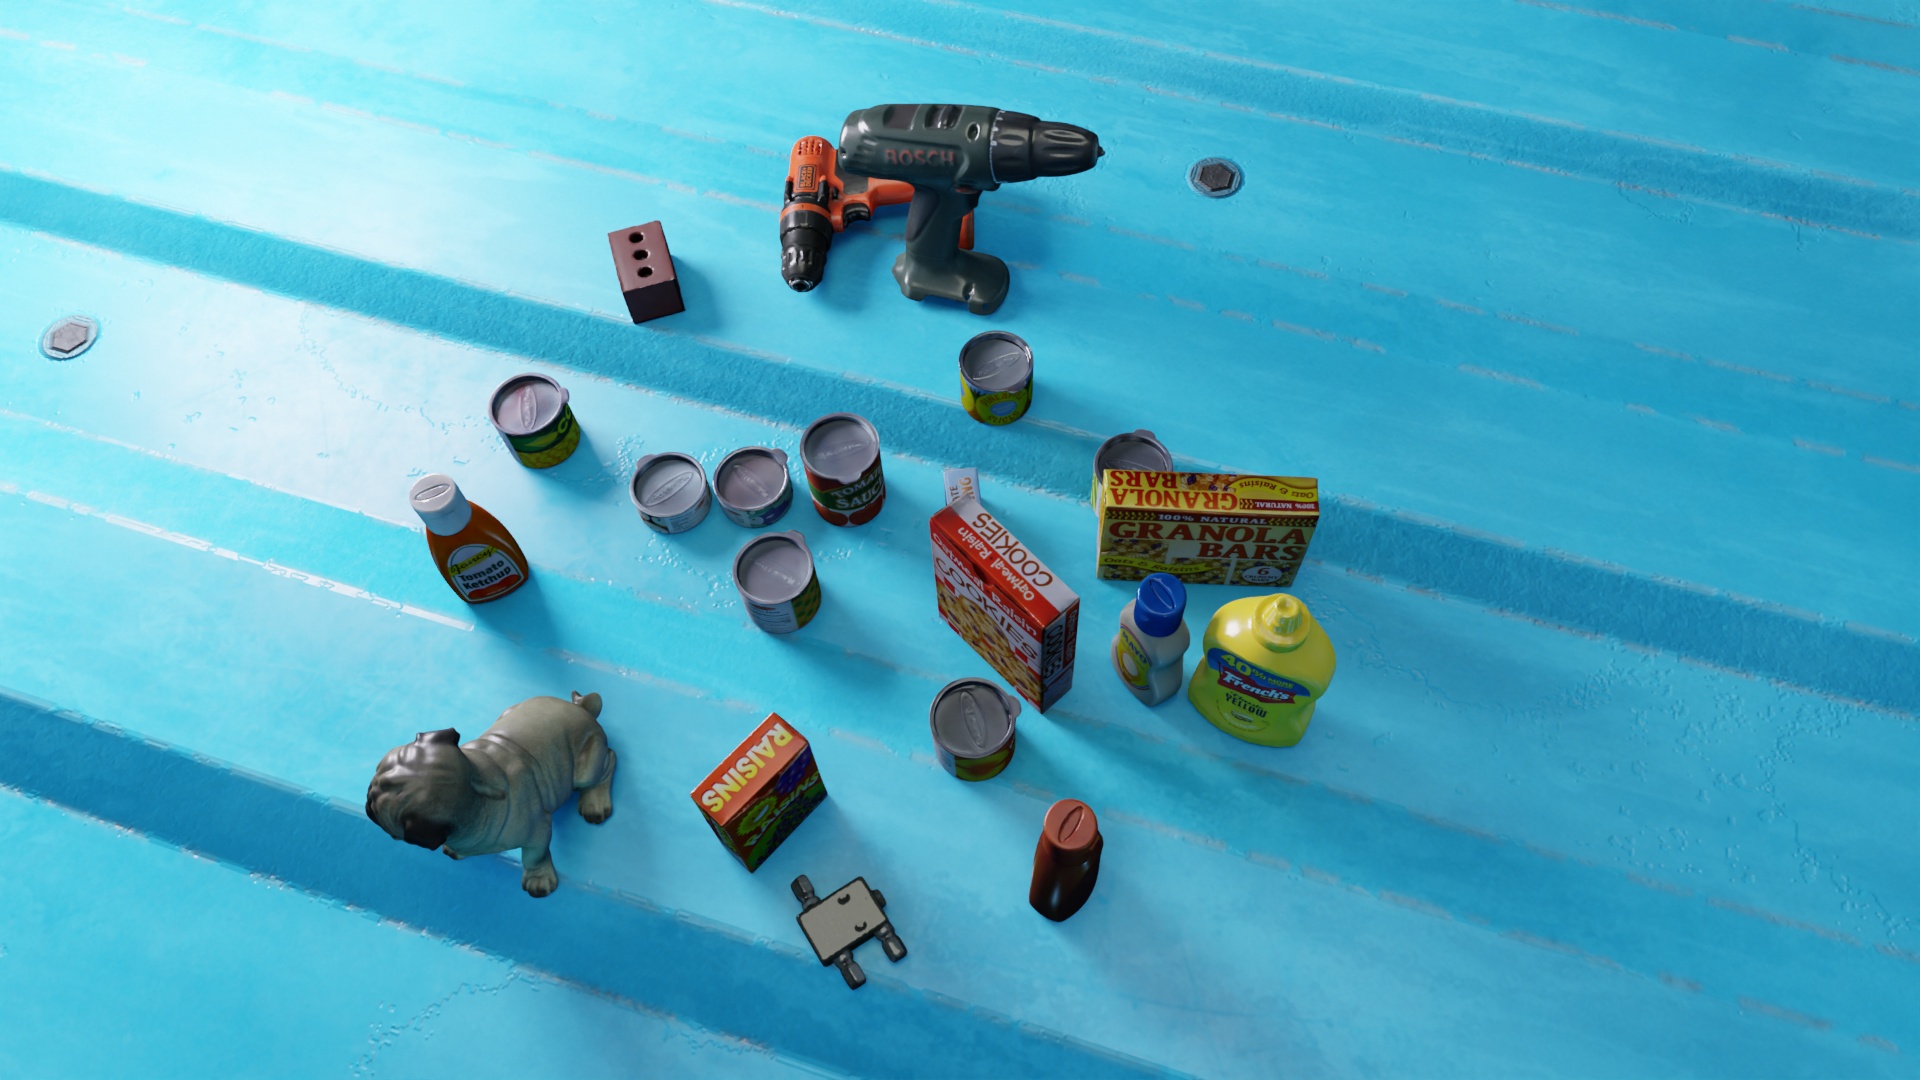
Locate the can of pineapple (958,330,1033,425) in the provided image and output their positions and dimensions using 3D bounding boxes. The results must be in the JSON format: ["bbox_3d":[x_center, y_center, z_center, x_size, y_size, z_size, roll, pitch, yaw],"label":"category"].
[{"bbox_3d":[0.032,-0.143,1.238,0.071,0.057,0.071,-1,61,2],"label":"can of pineapple"}]

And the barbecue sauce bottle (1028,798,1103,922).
[{"bbox_3d":[0.076,0.223,0.983,0.044,0.148,0.065,30,66,17],"label":"barbecue sauce bottle"}]

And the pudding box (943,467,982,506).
[{"bbox_3d":[0.004,-0.015,1.173,0.030,0.049,0.084,-6,61,-1],"label":"pudding box"}]

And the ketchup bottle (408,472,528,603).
[{"bbox_3d":[-0.401,-0.002,1.123,0.065,0.148,0.044,-23,63,-10],"label":"ketchup bottle"}]

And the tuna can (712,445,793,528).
[{"bbox_3d":[-0.178,-0.048,1.207,0.071,0.032,0.071,-1,61,1],"label":"tuna can"}]

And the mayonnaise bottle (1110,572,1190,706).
[{"bbox_3d":[0.147,0.073,1.064,0.041,0.147,0.065,-30,65,-14],"label":"mayonnaise bottle"}]

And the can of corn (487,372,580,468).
[{"bbox_3d":[-0.374,-0.106,1.231,0.071,0.058,0.071,-1,61,2],"label":"can of corn"}]

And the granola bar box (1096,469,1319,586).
[{"bbox_3d":[0.195,-0.008,1.121,0.166,0.123,0.039,2,62,3],"label":"granola bar box"}]

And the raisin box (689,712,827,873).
[{"bbox_3d":[-0.146,0.188,1.024,0.040,0.123,0.086,39,69,20],"label":"raisin box"}]

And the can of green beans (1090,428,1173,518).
[{"bbox_3d":[0.145,-0.049,1.183,0.071,0.057,0.071,-1,61,2],"label":"can of green beans"}]

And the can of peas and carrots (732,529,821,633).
[{"bbox_3d":[-0.149,0.033,1.146,0.071,0.058,0.071,-1,61,2],"label":"can of peas and carrots"}]

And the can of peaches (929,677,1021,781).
[{"bbox_3d":[0.013,0.147,1.078,0.071,0.057,0.071,-1,61,2],"label":"can of peaches"}]

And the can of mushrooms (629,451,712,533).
[{"bbox_3d":[-0.252,-0.043,1.206,0.071,0.033,0.071,-1,61,1],"label":"can of mushrooms"}]

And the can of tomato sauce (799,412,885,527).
[{"bbox_3d":[-0.098,-0.057,1.181,0.071,0.082,0.071,-1,61,2],"label":"can of tomato sauce"}]

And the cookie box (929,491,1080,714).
[{"bbox_3d":[0.033,0.052,1.068,0.040,0.166,0.123,-40,67,-18],"label":"cookie box"}]
